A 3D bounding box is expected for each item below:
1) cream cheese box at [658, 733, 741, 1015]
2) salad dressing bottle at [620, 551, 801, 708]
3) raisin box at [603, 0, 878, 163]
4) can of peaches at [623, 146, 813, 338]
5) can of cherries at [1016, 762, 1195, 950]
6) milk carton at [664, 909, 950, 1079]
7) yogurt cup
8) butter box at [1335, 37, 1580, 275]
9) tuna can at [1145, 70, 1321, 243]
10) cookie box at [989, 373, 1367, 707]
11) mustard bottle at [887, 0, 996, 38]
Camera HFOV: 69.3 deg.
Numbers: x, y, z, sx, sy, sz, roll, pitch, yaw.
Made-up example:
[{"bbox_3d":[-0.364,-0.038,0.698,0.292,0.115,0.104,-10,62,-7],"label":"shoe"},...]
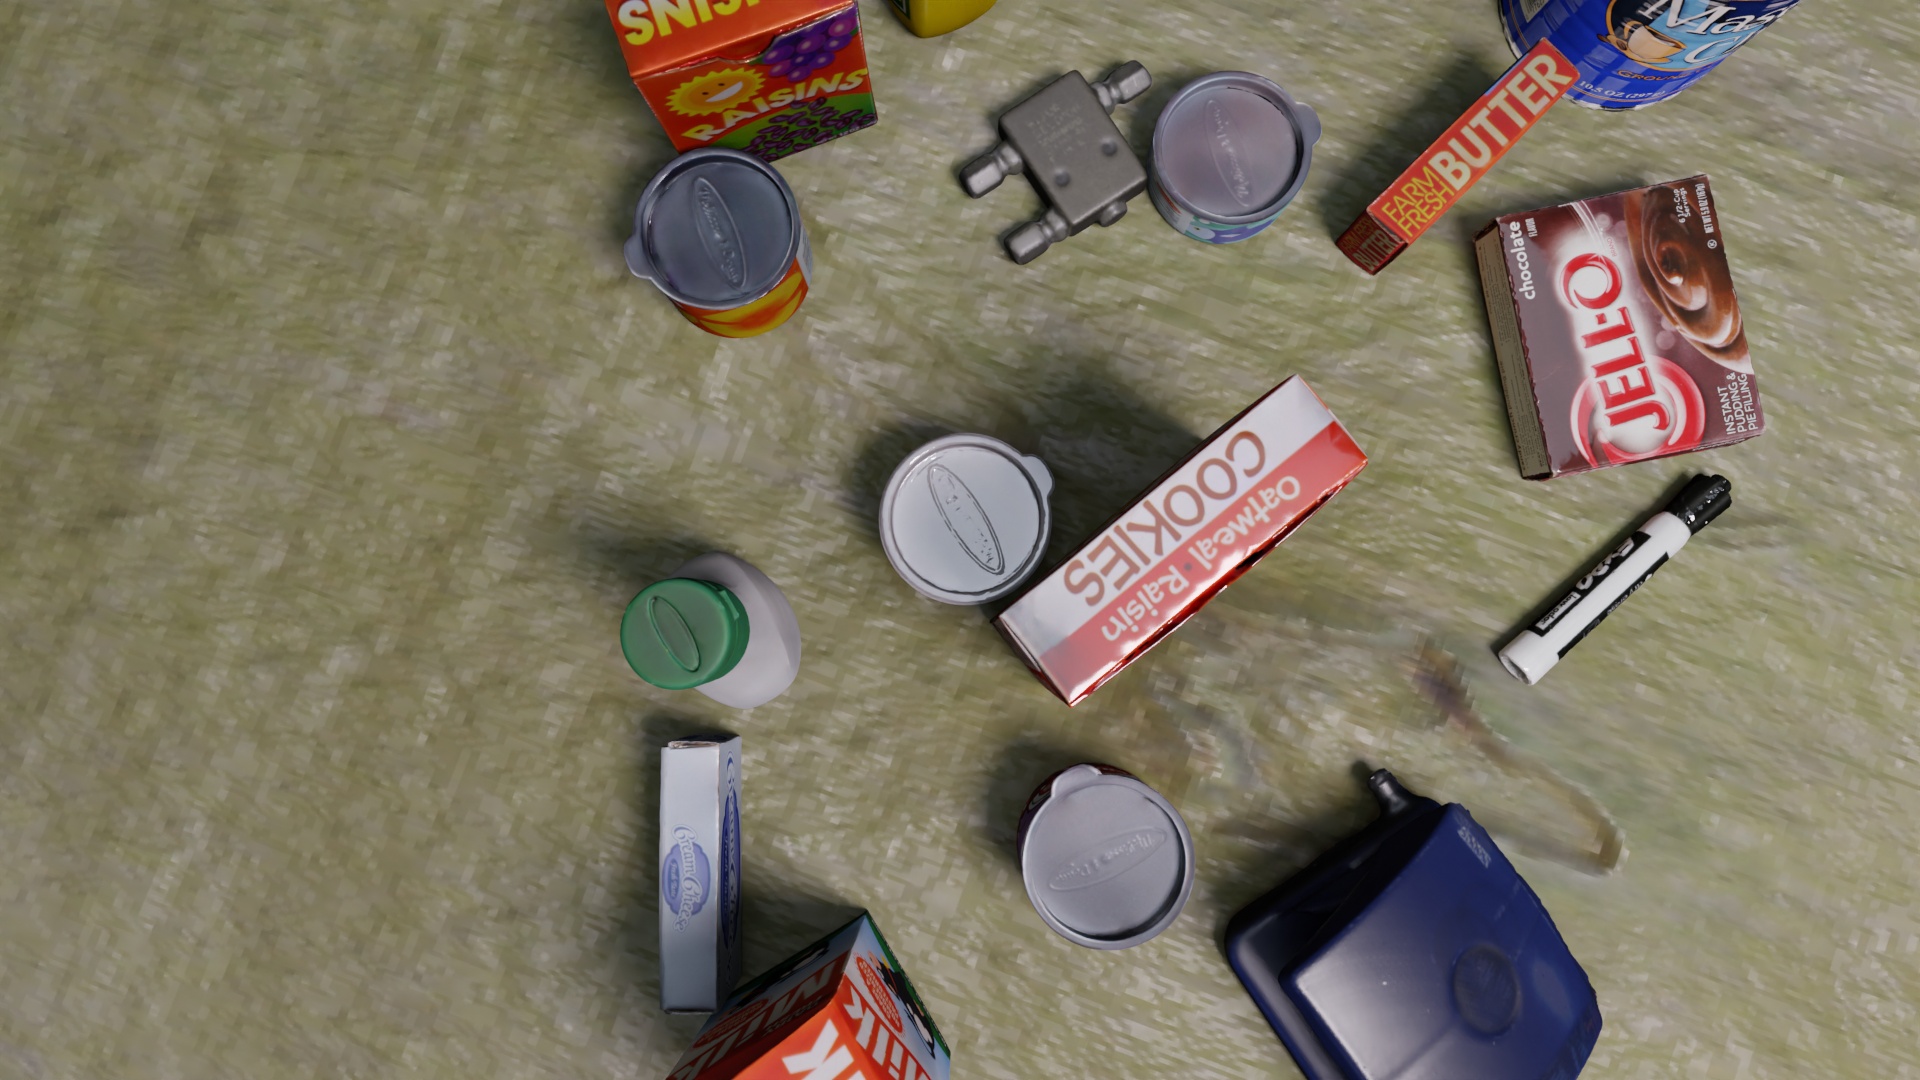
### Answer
[{"bbox_3d":[-0.104,0.131,0.558,0.024,0.053,0.104,-1,86,0],"label":"cream cheese box"},{"bbox_3d":[-0.091,0.034,0.518,0.044,0.147,0.064,-31,87,-2],"label":"salad dressing bottle"},{"bbox_3d":[-0.082,-0.187,0.547,0.086,0.123,0.040,-20,87,-1],"label":"raisin box"},{"bbox_3d":[-0.098,-0.121,0.574,0.071,0.058,0.071,0,86,0],"label":"can of peaches"},{"bbox_3d":[0.056,0.122,0.557,0.071,0.058,0.071,0,86,0],"label":"can of cherries"},{"bbox_3d":[-0.052,0.195,0.485,0.073,0.190,0.072,-31,87,-2],"label":"milk carton"},{"bbox_3d":[0.002,-0.007,0.568,0.072,0.054,0.072,0,86,0],"label":"yogurt cup"},{"bbox_3d":[0.206,-0.158,0.580,0.103,0.053,0.024,-44,87,-3],"label":"butter box"},{"bbox_3d":[0.115,-0.163,0.591,0.071,0.033,0.071,0,86,0],"label":"tuna can"},{"bbox_3d":[0.070,0.005,0.511,0.123,0.167,0.040,-40,87,-2],"label":"cookie box"},{"bbox_3d":[-0.013,-0.250,0.533,0.049,0.160,0.065,-27,87,-2],"label":"mustard bottle"}]
